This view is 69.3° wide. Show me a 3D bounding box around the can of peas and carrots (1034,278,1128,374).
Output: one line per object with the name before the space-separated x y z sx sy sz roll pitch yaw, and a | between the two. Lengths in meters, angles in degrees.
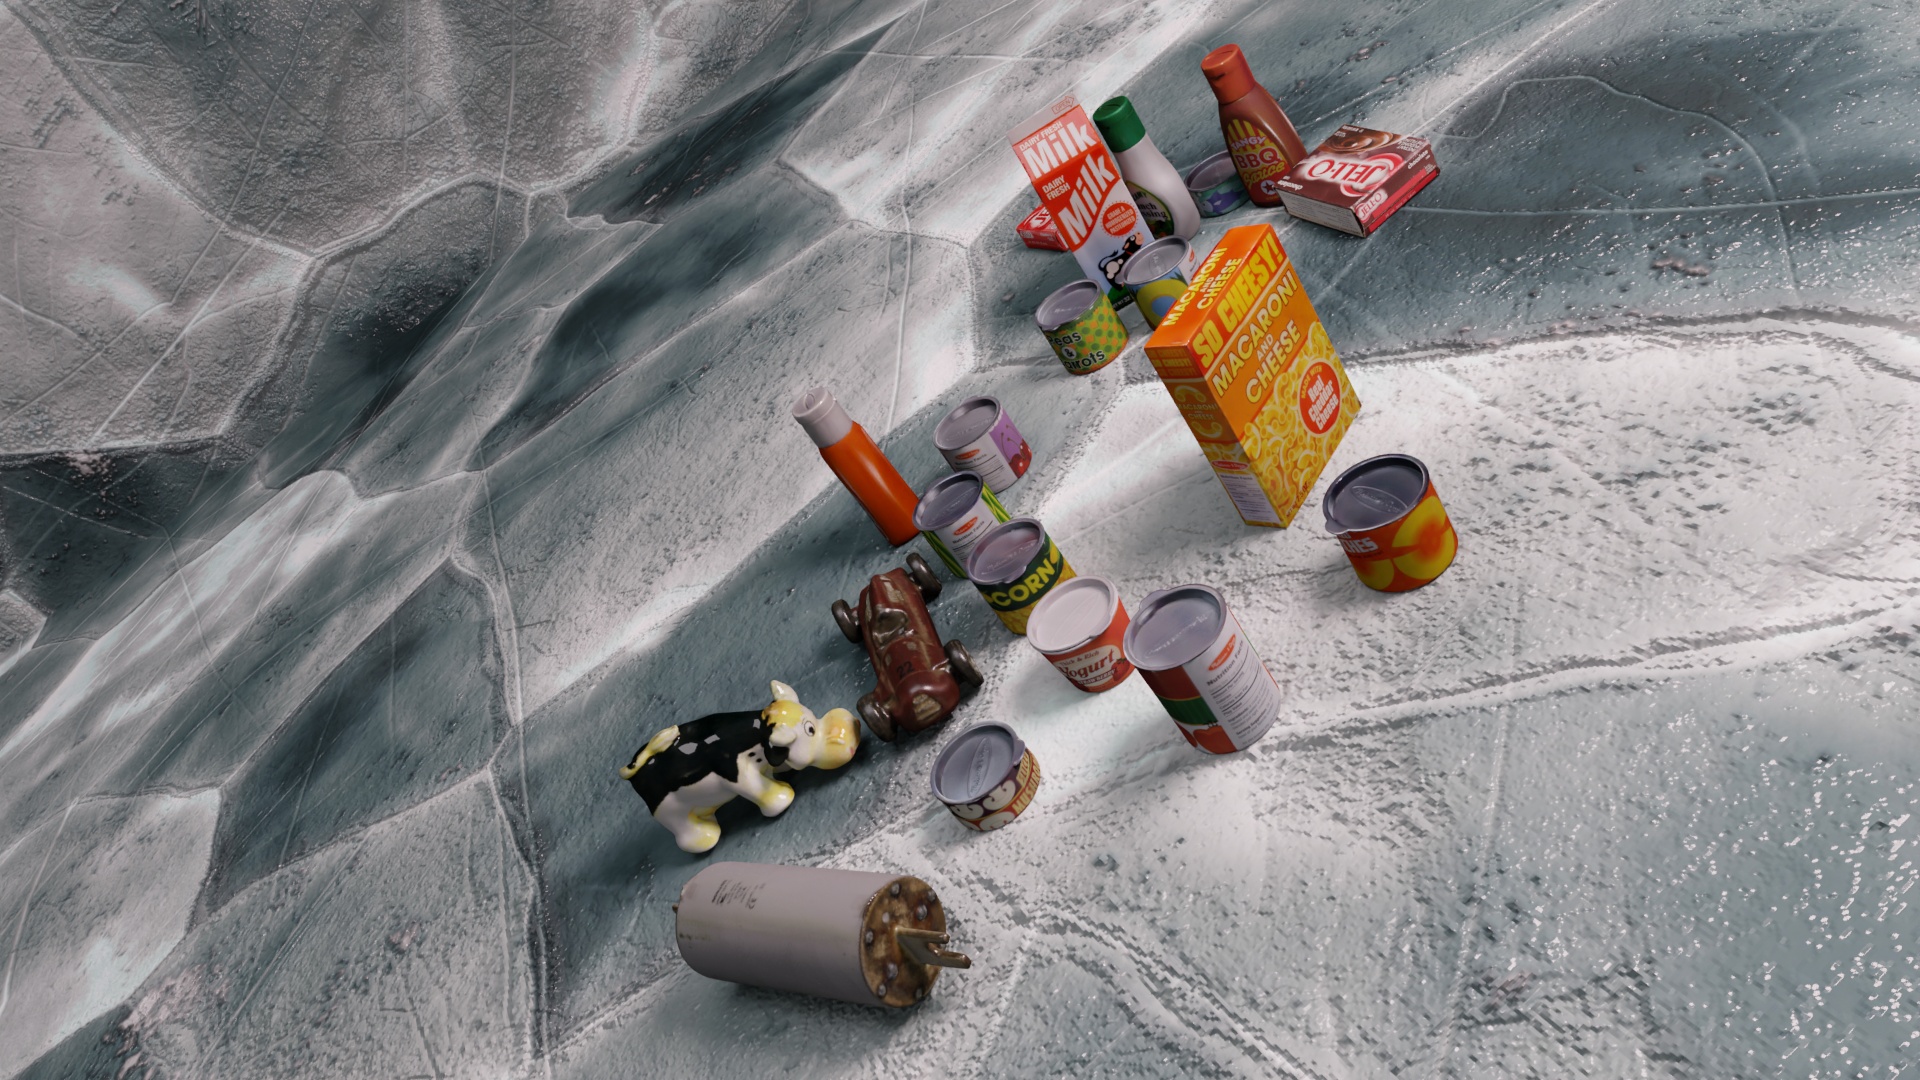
can of peas and carrots | 0.108 -0.189 1.238 0.071 0.058 0.071 -25 33 18

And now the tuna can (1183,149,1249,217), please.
tuna can | 0.251 -0.342 1.324 0.071 0.032 0.071 -25 33 18

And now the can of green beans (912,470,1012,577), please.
can of green beans | 0.004 -0.013 1.109 0.071 0.057 0.071 -25 33 18

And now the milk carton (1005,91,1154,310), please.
milk carton | 0.116 -0.309 1.262 0.072 0.190 0.074 -30 32 12

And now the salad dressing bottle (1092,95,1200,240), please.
salad dressing bottle | 0.172 -0.341 1.291 0.044 0.147 0.064 -46 32 -14

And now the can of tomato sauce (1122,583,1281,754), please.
can of tomato sauce | 0.144 0.077 0.831 0.071 0.083 0.071 -25 33 18

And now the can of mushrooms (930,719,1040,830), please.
can of mushrooms | 0.018 0.152 0.902 0.071 0.033 0.071 -25 33 18

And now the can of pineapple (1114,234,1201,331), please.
can of pineapple | 0.180 -0.223 1.214 0.071 0.057 0.071 -25 33 18

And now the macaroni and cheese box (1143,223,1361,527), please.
macaroni and cheese box | 0.201 -0.110 0.941 0.040 0.166 0.124 5 50 48

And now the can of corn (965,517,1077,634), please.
can of corn | 0.047 0.028 1.014 0.071 0.058 0.071 -25 33 18

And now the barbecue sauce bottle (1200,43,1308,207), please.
barbecue sauce bottle | 0.262 -0.370 1.240 0.065 0.148 0.044 0 47 45

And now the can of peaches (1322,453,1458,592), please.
can of peaches | 0.262 -0.009 0.853 0.071 0.058 0.071 -25 33 18

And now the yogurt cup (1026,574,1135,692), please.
yogurt cup | 0.086 0.065 0.932 0.072 0.053 0.073 -25 33 18

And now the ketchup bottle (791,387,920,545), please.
ketchup bottle | -0.086 -0.065 1.178 0.043 0.148 0.065 -33 32 7

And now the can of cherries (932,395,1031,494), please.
can of cherries | 0.020 -0.082 1.184 0.071 0.058 0.072 -25 33 18
